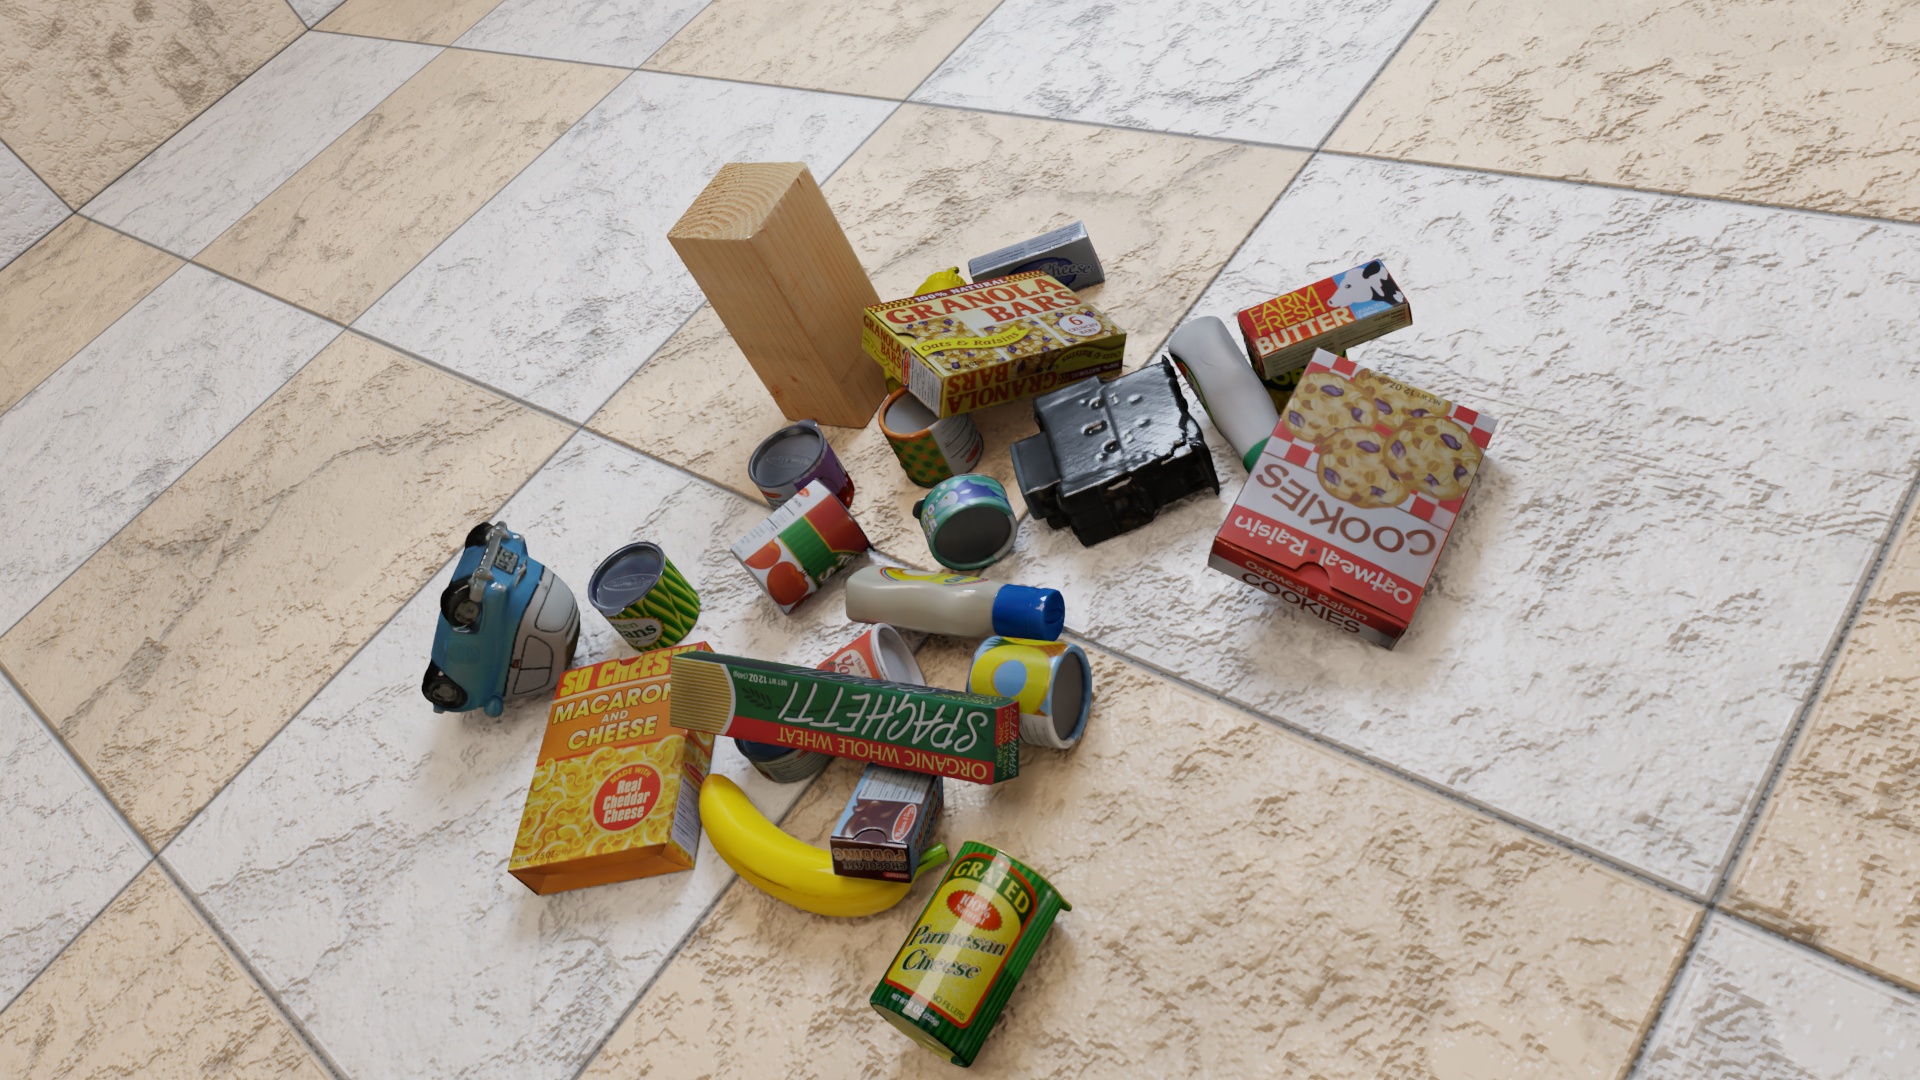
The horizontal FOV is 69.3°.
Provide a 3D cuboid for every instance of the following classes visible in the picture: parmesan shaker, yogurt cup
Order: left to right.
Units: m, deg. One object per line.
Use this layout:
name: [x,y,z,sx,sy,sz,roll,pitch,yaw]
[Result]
yogurt cup: [-0.060,0.096,0.923,0.054,0.072,0.073,-27,43,15]
parmesan shaker: [0.006,0.228,0.766,0.071,0.071,0.103,15,59,36]

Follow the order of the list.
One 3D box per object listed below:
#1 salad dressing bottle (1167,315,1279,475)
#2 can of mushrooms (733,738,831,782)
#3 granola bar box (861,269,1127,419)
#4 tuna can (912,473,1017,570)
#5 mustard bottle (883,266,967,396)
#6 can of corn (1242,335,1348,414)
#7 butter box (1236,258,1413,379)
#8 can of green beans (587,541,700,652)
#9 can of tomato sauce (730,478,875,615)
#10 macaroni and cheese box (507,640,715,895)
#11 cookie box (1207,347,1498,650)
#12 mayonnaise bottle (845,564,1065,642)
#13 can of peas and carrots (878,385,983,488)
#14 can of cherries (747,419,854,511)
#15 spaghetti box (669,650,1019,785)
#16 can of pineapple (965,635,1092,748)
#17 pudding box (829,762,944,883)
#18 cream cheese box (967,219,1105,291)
salad dressing bottle: [0.193,-0.088,0.952,0.044,0.064,0.148,-31,58,12]
can of mushrooms: [-0.118,0.127,0.944,0.071,0.033,0.071,-15,46,16]
granola bar box: [0.025,-0.156,1.072,0.166,0.038,0.124,-17,41,-27]
tuna can: [0.004,-0.012,0.984,0.071,0.070,0.033,-25,44,5]
mustard bottle: [-0.021,-0.179,1.164,0.065,0.048,0.161,-3,50,18]
can of corn: [0.237,-0.127,0.976,0.071,0.058,0.071,-14,46,15]
butter box: [0.243,-0.149,0.931,0.103,0.024,0.053,-20,45,9]
can of green beans: [-0.242,0.044,1.067,0.071,0.057,0.071,-14,46,15]
can of tomato sauce: [-0.118,0.006,1.034,0.083,0.071,0.071,-40,44,-10]
macaroni and cheese box: [-0.237,0.156,0.975,0.123,0.040,0.167,-13,46,16]
cookie box: [0.245,-0.030,0.865,0.123,0.040,0.168,25,63,15]
mayonnaise bottle: [-0.003,0.043,0.944,0.148,0.041,0.065,5,8,29]
can of peas and carrots: [-0.025,-0.084,1.072,0.071,0.058,0.071,-14,45,15]
can of cherries: [-0.123,-0.050,1.092,0.071,0.058,0.072,-15,45,16]
spaghetti box: [-0.079,0.109,0.880,0.250,0.029,0.050,5,96,28]
can of pineapple: [0.044,0.093,0.868,0.058,0.070,0.071,3,53,29]
pudding box: [-0.043,0.169,0.842,0.049,0.030,0.084,3,26,13]
cream cheese box: [0.063,-0.225,1.159,0.104,0.053,0.024,-17,47,13]
